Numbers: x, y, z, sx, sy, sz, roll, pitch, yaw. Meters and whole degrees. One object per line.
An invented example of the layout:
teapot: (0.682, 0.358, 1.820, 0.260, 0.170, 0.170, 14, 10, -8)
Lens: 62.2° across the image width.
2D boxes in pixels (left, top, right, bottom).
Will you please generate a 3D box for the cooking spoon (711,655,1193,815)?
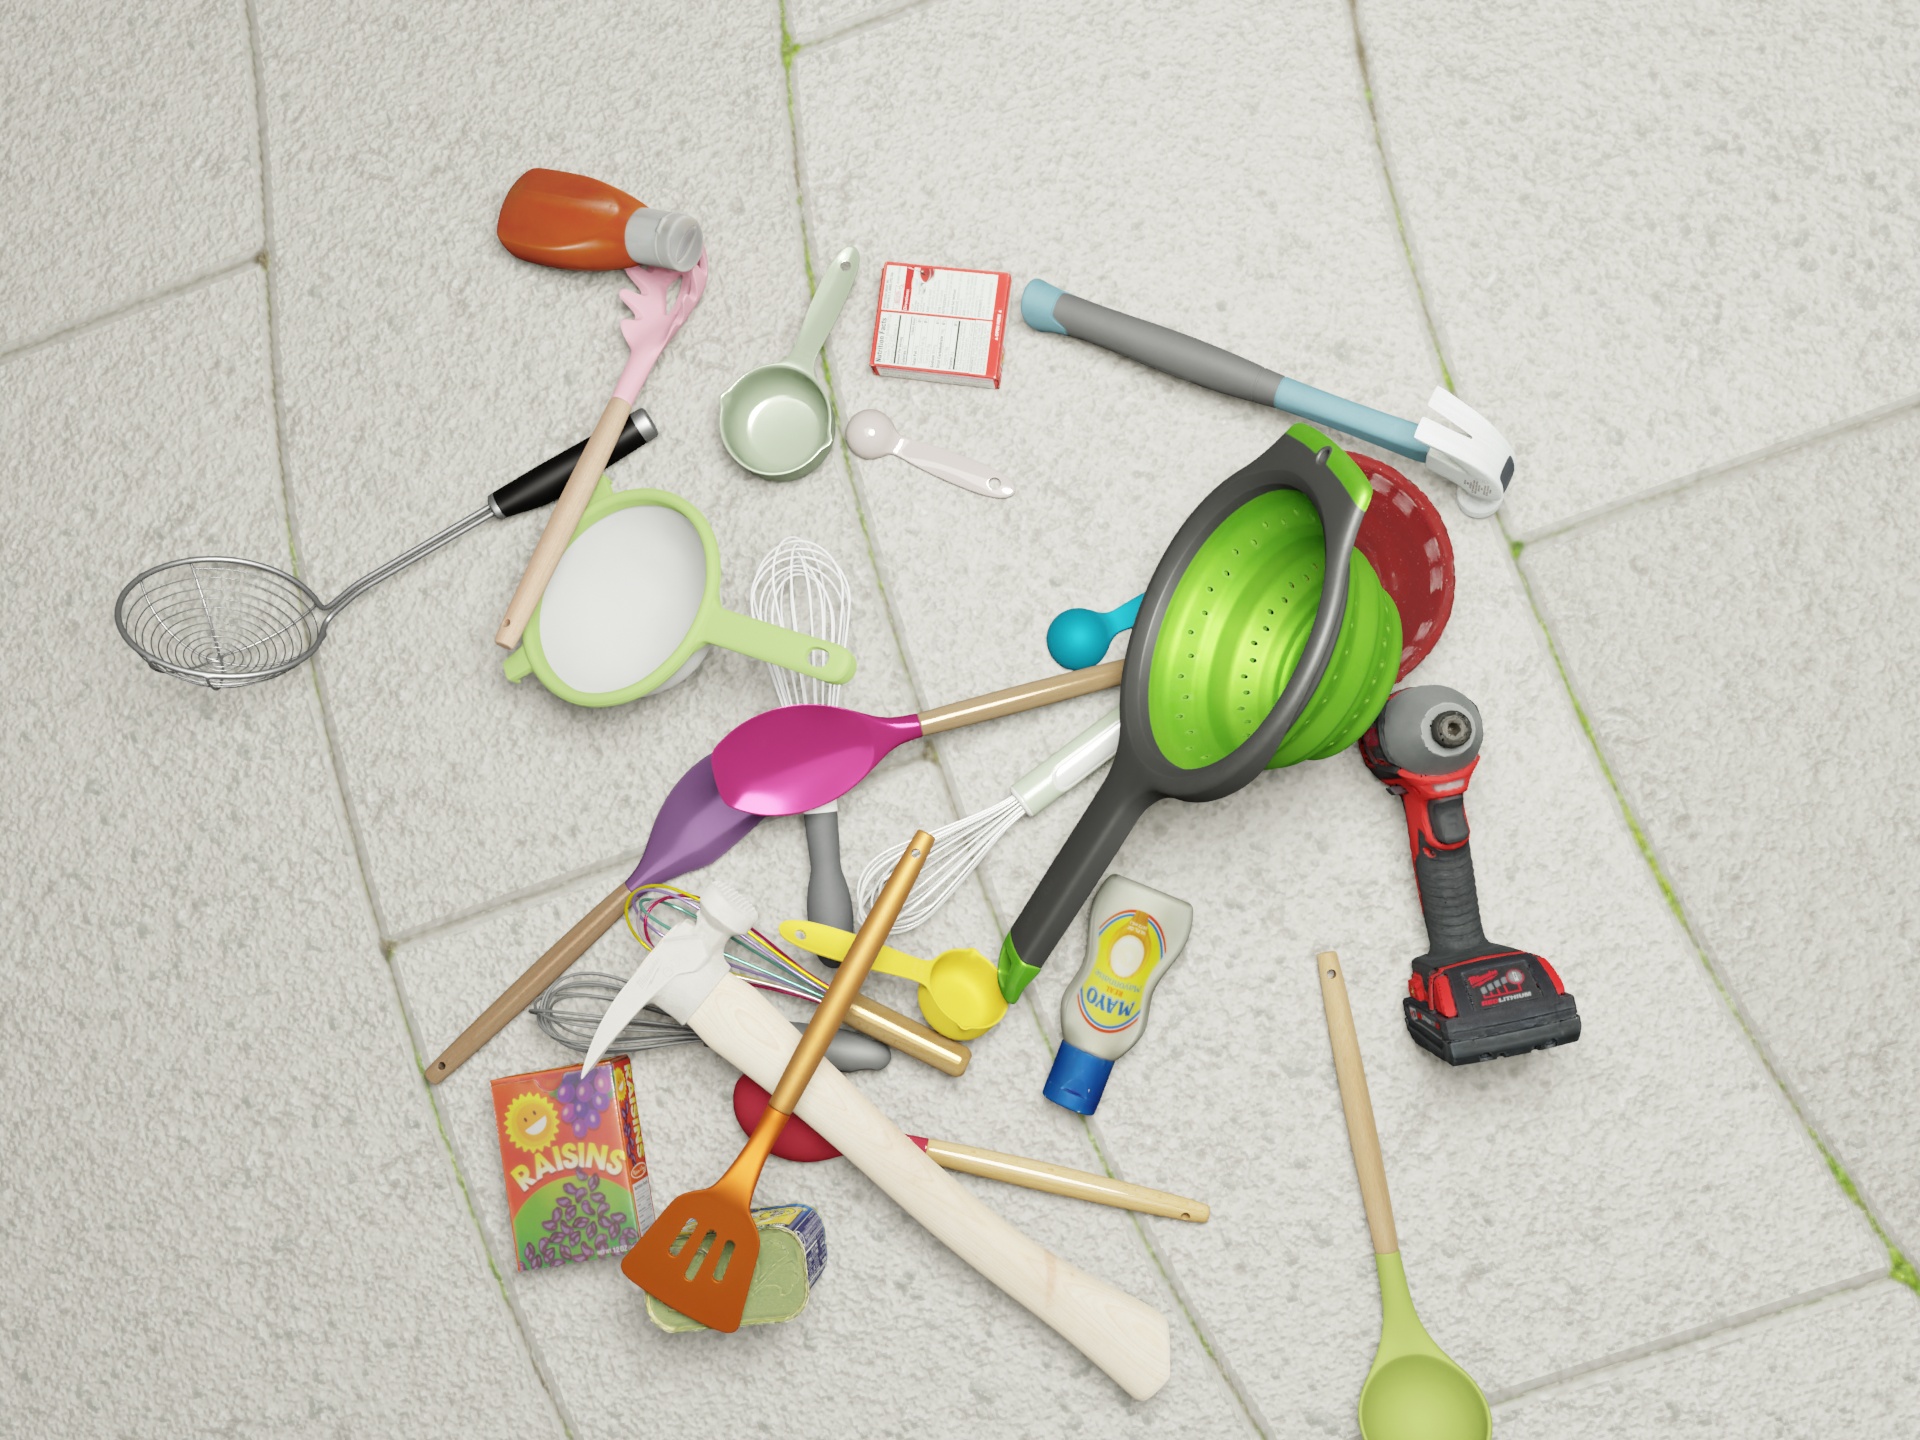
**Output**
cooking spoon: (-0.002, -0.003, 1.021, 0.319, 0.017, 0.068, -15, 99, -8)

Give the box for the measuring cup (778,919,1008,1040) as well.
measuring cup: (-0.045, 0.160, 1.008, 0.156, 0.029, 0.062, 20, 46, -12)

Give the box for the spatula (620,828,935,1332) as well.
spatula: (-0.097, 0.210, 0.955, 0.081, 0.041, 0.322, 28, 83, 4)

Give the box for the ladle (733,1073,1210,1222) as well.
ladle: (0.004, 0.281, 1.018, 0.315, 0.031, 0.069, 12, 116, 3)

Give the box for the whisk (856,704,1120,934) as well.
whisk: (0.033, 0.057, 1.029, 0.246, 0.059, 0.057, -37, 113, -3)

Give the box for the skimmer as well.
skimmer: (-0.378, -0.132, 1.065, 0.363, 0.090, 0.127, -29, 51, 0)

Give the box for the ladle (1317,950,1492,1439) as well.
ladle: (0.259, 0.302, 0.980, 0.078, 0.062, 0.320, -10, 81, 4)

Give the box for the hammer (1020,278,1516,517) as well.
hammer: (0.191, -0.214, 1.016, 0.331, 0.128, 0.033, 24, 88, 15)

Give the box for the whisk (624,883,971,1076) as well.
whisk: (-0.107, 0.170, 1.026, 0.245, 0.051, 0.047, 25, 84, 4)

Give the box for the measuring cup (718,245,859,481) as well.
measuring cup: (-0.103, -0.240, 1.075, 0.083, 0.038, 0.167, 23, 85, 7)

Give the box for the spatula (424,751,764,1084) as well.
spatula: (-0.240, 0.129, 1.063, 0.316, 0.018, 0.060, -44, 81, -1)

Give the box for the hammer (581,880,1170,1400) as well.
hammer: (-0.042, 0.285, 0.987, 0.410, 0.038, 0.146, 40, 92, 1)

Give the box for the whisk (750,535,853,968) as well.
whisk: (-0.095, 0.020, 1.044, 0.070, 0.070, 0.284, -6, 89, 5)

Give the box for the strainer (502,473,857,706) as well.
strainer: (-0.164, -0.058, 1.024, 0.256, 0.069, 0.151, 18, 80, 27)

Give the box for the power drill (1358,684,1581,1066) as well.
power drill: (0.296, 0.086, 0.953, 0.078, 0.143, 0.220, -12, 86, 2)

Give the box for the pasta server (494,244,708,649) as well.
pasta server: (-0.239, -0.192, 1.052, 0.060, 0.040, 0.316, 12, 71, 26)

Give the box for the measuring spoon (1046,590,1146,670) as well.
measuring spoon: (0.116, -0.073, 1.044, 0.128, 0.021, 0.042, -25, 83, 4)

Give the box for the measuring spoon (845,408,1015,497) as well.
measuring spoon: (-0.021, -0.178, 1.070, 0.124, 0.018, 0.034, 23, 87, 7)

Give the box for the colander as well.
colander: (0.148, 0.024, 0.949, 0.094, 0.205, 0.397, 20, 115, -23)

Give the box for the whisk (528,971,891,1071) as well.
whisk: (-0.163, 0.203, 1.038, 0.239, 0.055, 0.055, 8, 86, 2)
